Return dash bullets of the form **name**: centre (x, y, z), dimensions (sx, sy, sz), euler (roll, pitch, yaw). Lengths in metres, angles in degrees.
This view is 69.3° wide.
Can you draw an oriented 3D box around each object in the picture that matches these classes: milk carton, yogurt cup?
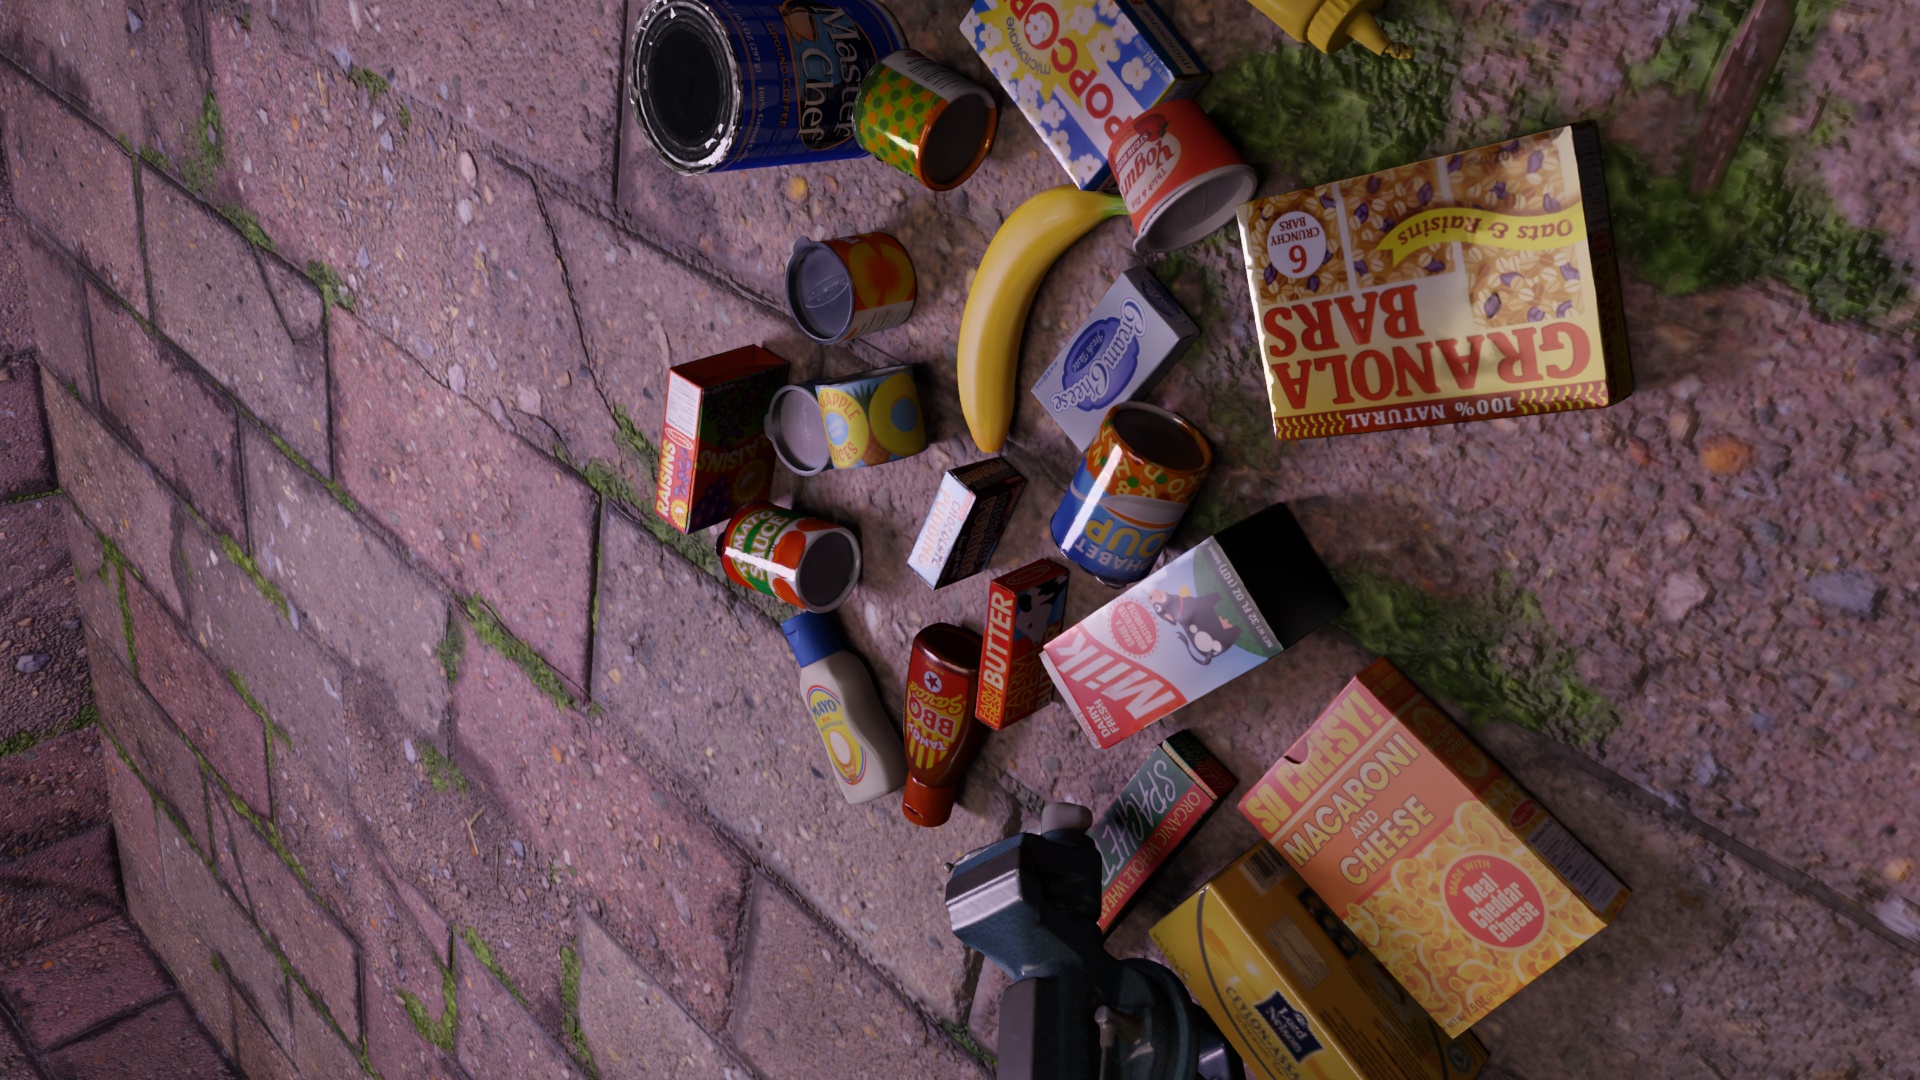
- **milk carton**: centre (0.118, 0.059, 0.799), dimensions (0.189, 0.074, 0.072), euler (-38, 79, 45)
- **yogurt cup**: centre (0.112, -0.190, 0.720), dimensions (0.072, 0.072, 0.054), euler (-42, 68, 44)

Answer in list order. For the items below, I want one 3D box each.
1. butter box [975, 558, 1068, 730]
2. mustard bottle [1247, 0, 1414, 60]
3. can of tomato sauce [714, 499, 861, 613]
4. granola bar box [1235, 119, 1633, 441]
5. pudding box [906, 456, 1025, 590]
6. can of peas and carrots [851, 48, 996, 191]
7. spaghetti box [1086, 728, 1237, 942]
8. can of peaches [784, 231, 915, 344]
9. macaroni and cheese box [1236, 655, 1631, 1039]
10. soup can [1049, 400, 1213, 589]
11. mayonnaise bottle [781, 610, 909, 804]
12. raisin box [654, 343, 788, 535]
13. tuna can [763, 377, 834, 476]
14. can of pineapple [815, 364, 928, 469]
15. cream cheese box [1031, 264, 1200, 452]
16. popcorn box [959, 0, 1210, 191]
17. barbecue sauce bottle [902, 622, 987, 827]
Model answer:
- **butter box**: centre (0.039, 0.067, 0.892), dimensions (0.024, 0.053, 0.103), euler (26, 122, 37)
- **mustard bottle**: centre (0.150, -0.275, 0.652), dimensions (0.160, 0.065, 0.048), euler (49, 128, 14)
- **can of tomato sauce**: centre (-0.125, 0.011, 1.015), dimensions (0.083, 0.071, 0.071), euler (17, 117, 38)
- **granola bar box**: centre (0.221, -0.117, 0.660), dimensions (0.165, 0.039, 0.124), euler (-3, 102, 44)
- **pudding box**: centre (0.003, -0.011, 0.899), dimensions (0.030, 0.050, 0.083), euler (44, 130, 25)
- **can of peas and carrots**: centre (-0.021, -0.246, 0.823), dimensions (0.059, 0.071, 0.070), euler (37, 128, 27)
- **spaghetti box**: centre (0.099, 0.217, 0.909), dimensions (0.050, 0.029, 0.248), euler (46, 131, 21)
- **can of peaches**: centre (-0.072, -0.168, 0.906), dimensions (0.071, 0.058, 0.071), euler (18, 117, 39)
- **macaroni and cheese box**: centre (0.245, 0.163, 0.742), dimensions (0.167, 0.040, 0.123), euler (47, 131, 20)
- **soup can**: centre (0.097, -0.026, 0.790), dimensions (0.071, 0.071, 0.083), euler (44, 130, 23)
- **mayonnaise bottle**: centre (-0.089, 0.122, 1.042), dimensions (0.064, 0.041, 0.148), euler (-28, 86, 47)
- **raisin box**: centre (-0.175, -0.074, 1.019), dimensions (0.040, 0.086, 0.122), euler (31, 125, 26)
- **tuna can**: centre (-0.105, -0.081, 0.987), dimensions (0.071, 0.033, 0.070), euler (17, 117, 38)
- **can of pineapple**: centre (-0.060, -0.082, 0.918), dimensions (0.071, 0.071, 0.057), euler (-2, 105, 44)
- **cream cheese box**: centre (0.088, -0.103, 0.802), dimensions (0.053, 0.024, 0.103), euler (52, 133, 14)
- **popcorn box**: centre (0.065, -0.265, 0.753), dimensions (0.127, 0.038, 0.084), euler (56, 135, 13)
- **barbecue sauce bottle**: centre (-0.013, 0.133, 0.973), dimensions (0.065, 0.044, 0.147), euler (30, 124, 31)
